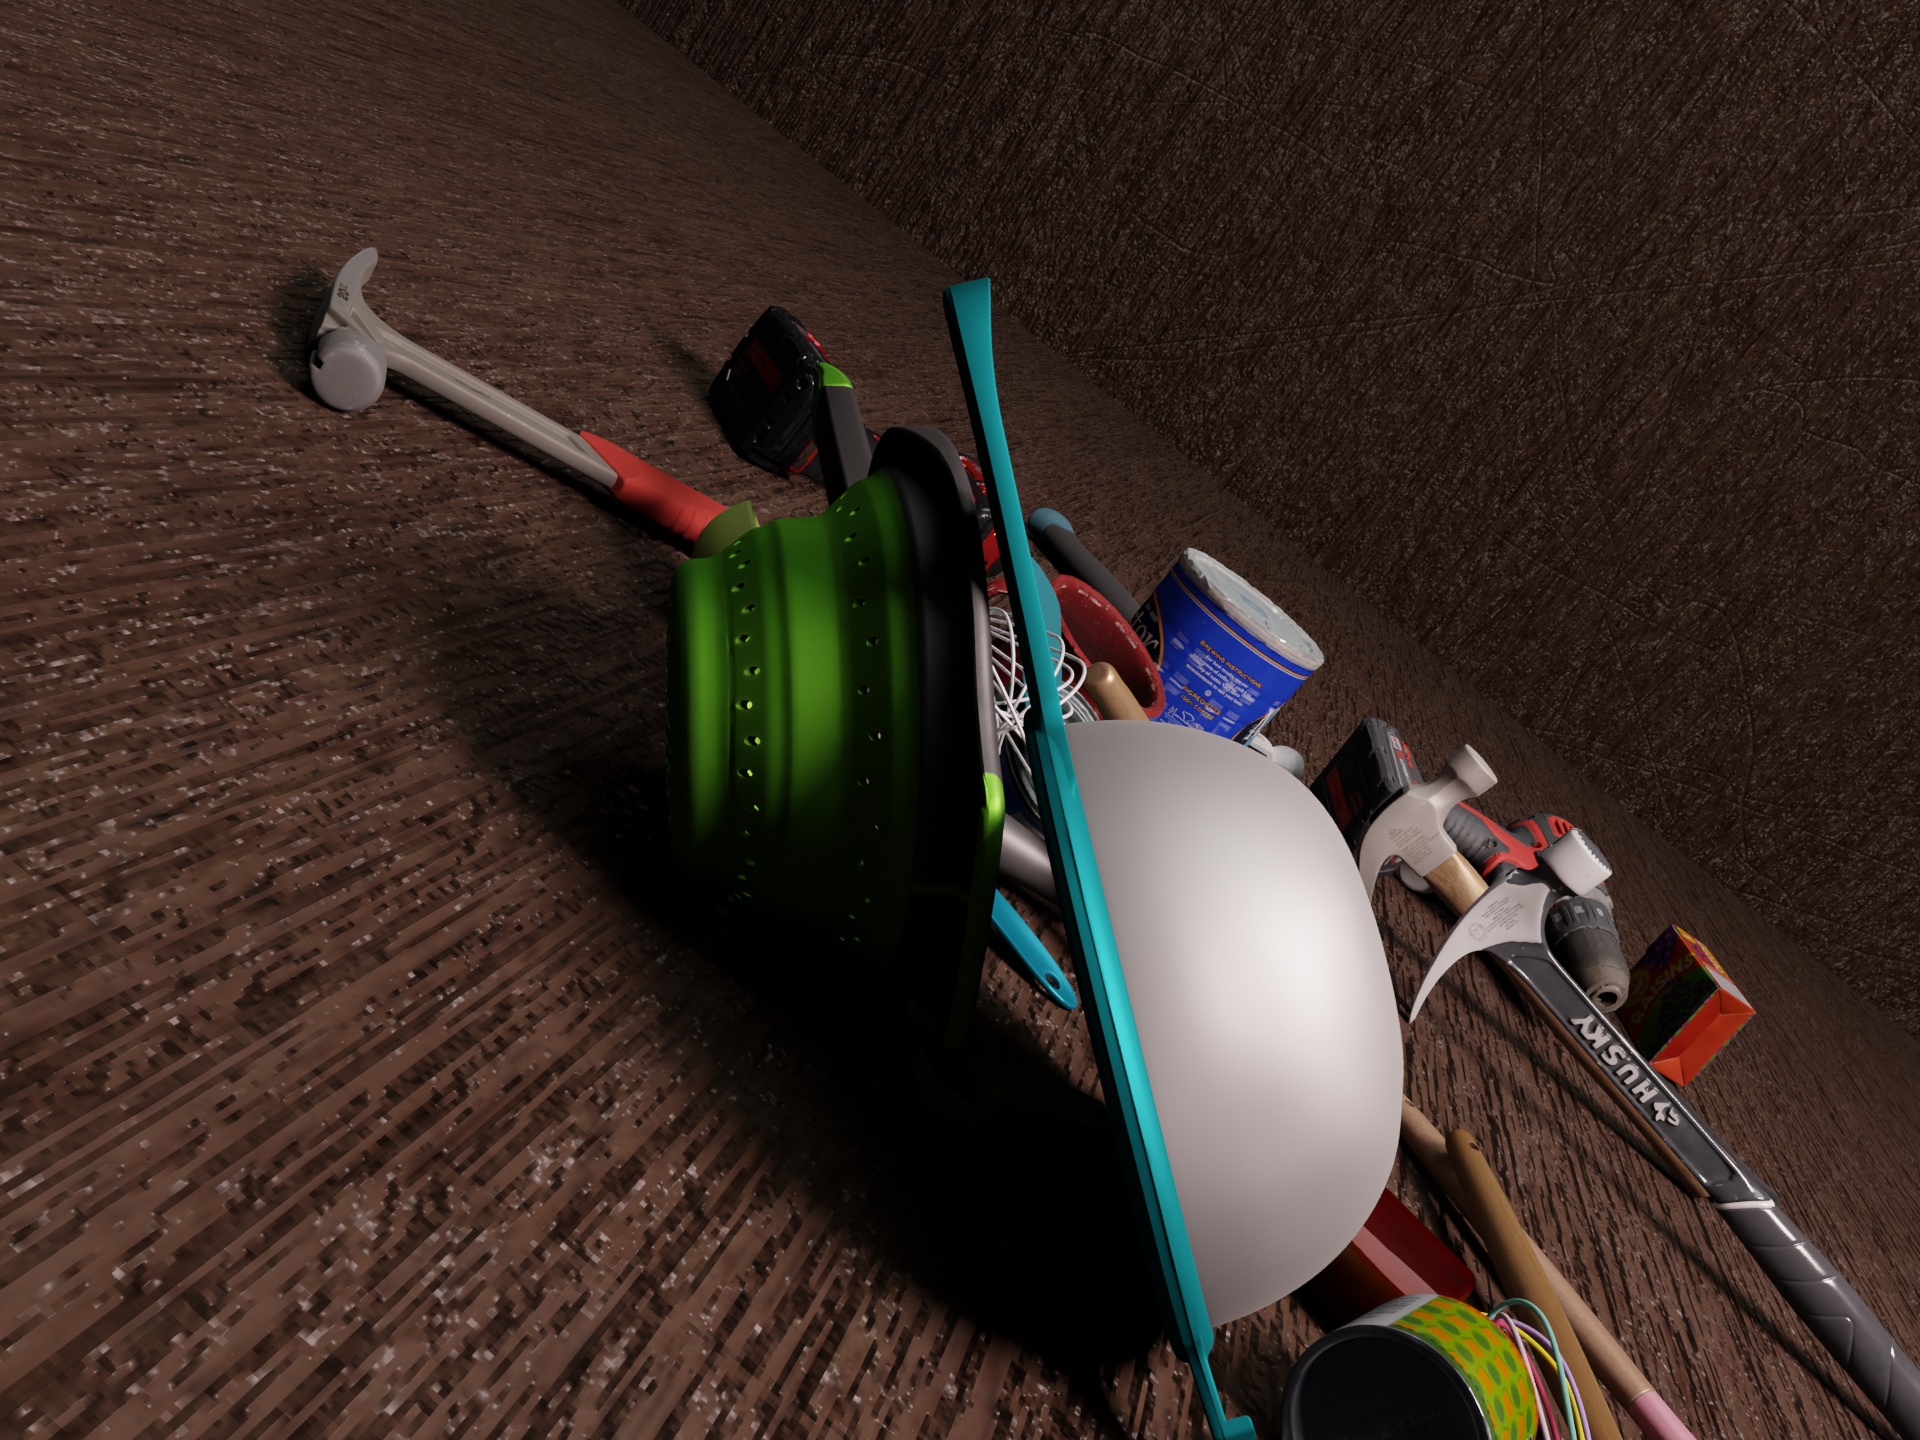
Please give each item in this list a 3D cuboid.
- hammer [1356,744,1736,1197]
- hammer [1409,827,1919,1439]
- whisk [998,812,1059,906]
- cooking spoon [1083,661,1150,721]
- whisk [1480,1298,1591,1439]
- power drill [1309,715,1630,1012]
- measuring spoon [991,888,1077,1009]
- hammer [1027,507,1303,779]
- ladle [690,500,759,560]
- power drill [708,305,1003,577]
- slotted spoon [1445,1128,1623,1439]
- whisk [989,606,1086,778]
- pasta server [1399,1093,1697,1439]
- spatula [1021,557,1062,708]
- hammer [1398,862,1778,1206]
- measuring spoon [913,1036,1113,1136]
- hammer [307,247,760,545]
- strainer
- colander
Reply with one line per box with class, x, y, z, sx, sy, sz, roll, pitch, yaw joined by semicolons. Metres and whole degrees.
hammer;0.383;0.179;1.034;0.331;0.130;0.031;49;18;-1
hammer;0.431;0.264;0.913;0.409;0.149;0.036;51;20;10
whisk;0.062;0.079;0.736;0.239;0.055;0.055;31;19;-12
cooking spoon;0.122;0.068;0.754;0.069;0.017;0.318;48;-3;44
whisk;0.207;0.286;0.519;0.047;0.051;0.245;39;20;-17
power drill;0.375;0.108;1.149;0.226;0.080;0.188;25;30;-12
measuring spoon;0.002;0.078;0.682;0.128;0.021;0.042;50;24;7
hammer;0.145;-0.072;1.283;0.128;0.033;0.331;22;24;-43
ladle;-0.001;-0.003;0.799;0.320;0.062;0.078;32;19;-26
power drill;-0.060;-0.189;1.111;0.219;0.078;0.143;28;21;-38
slotted spoon;0.247;0.272;0.627;0.070;0.031;0.314;24;23;-14
whisk;-0.005;-0.040;0.712;0.070;0.070;0.285;32;9;-19
pasta server;0.271;0.278;0.690;0.060;0.040;0.317;25;18;-35
spatula;0.090;0.070;0.699;0.318;0.044;0.082;61;8;17
hammer;0.464;0.225;1.170;0.146;0.035;0.335;20;26;-43
measuring spoon;0.023;0.140;0.572;0.124;0.018;0.034;29;17;-47
hammer;-0.153;-0.117;0.814;0.358;0.036;0.149;28;21;-28
strainer;0.074;0.027;0.497;0.211;0.095;0.340;-87;164;-76
colander;-0.068;-0.048;0.621;0.094;0.204;0.398;0;36;-12
